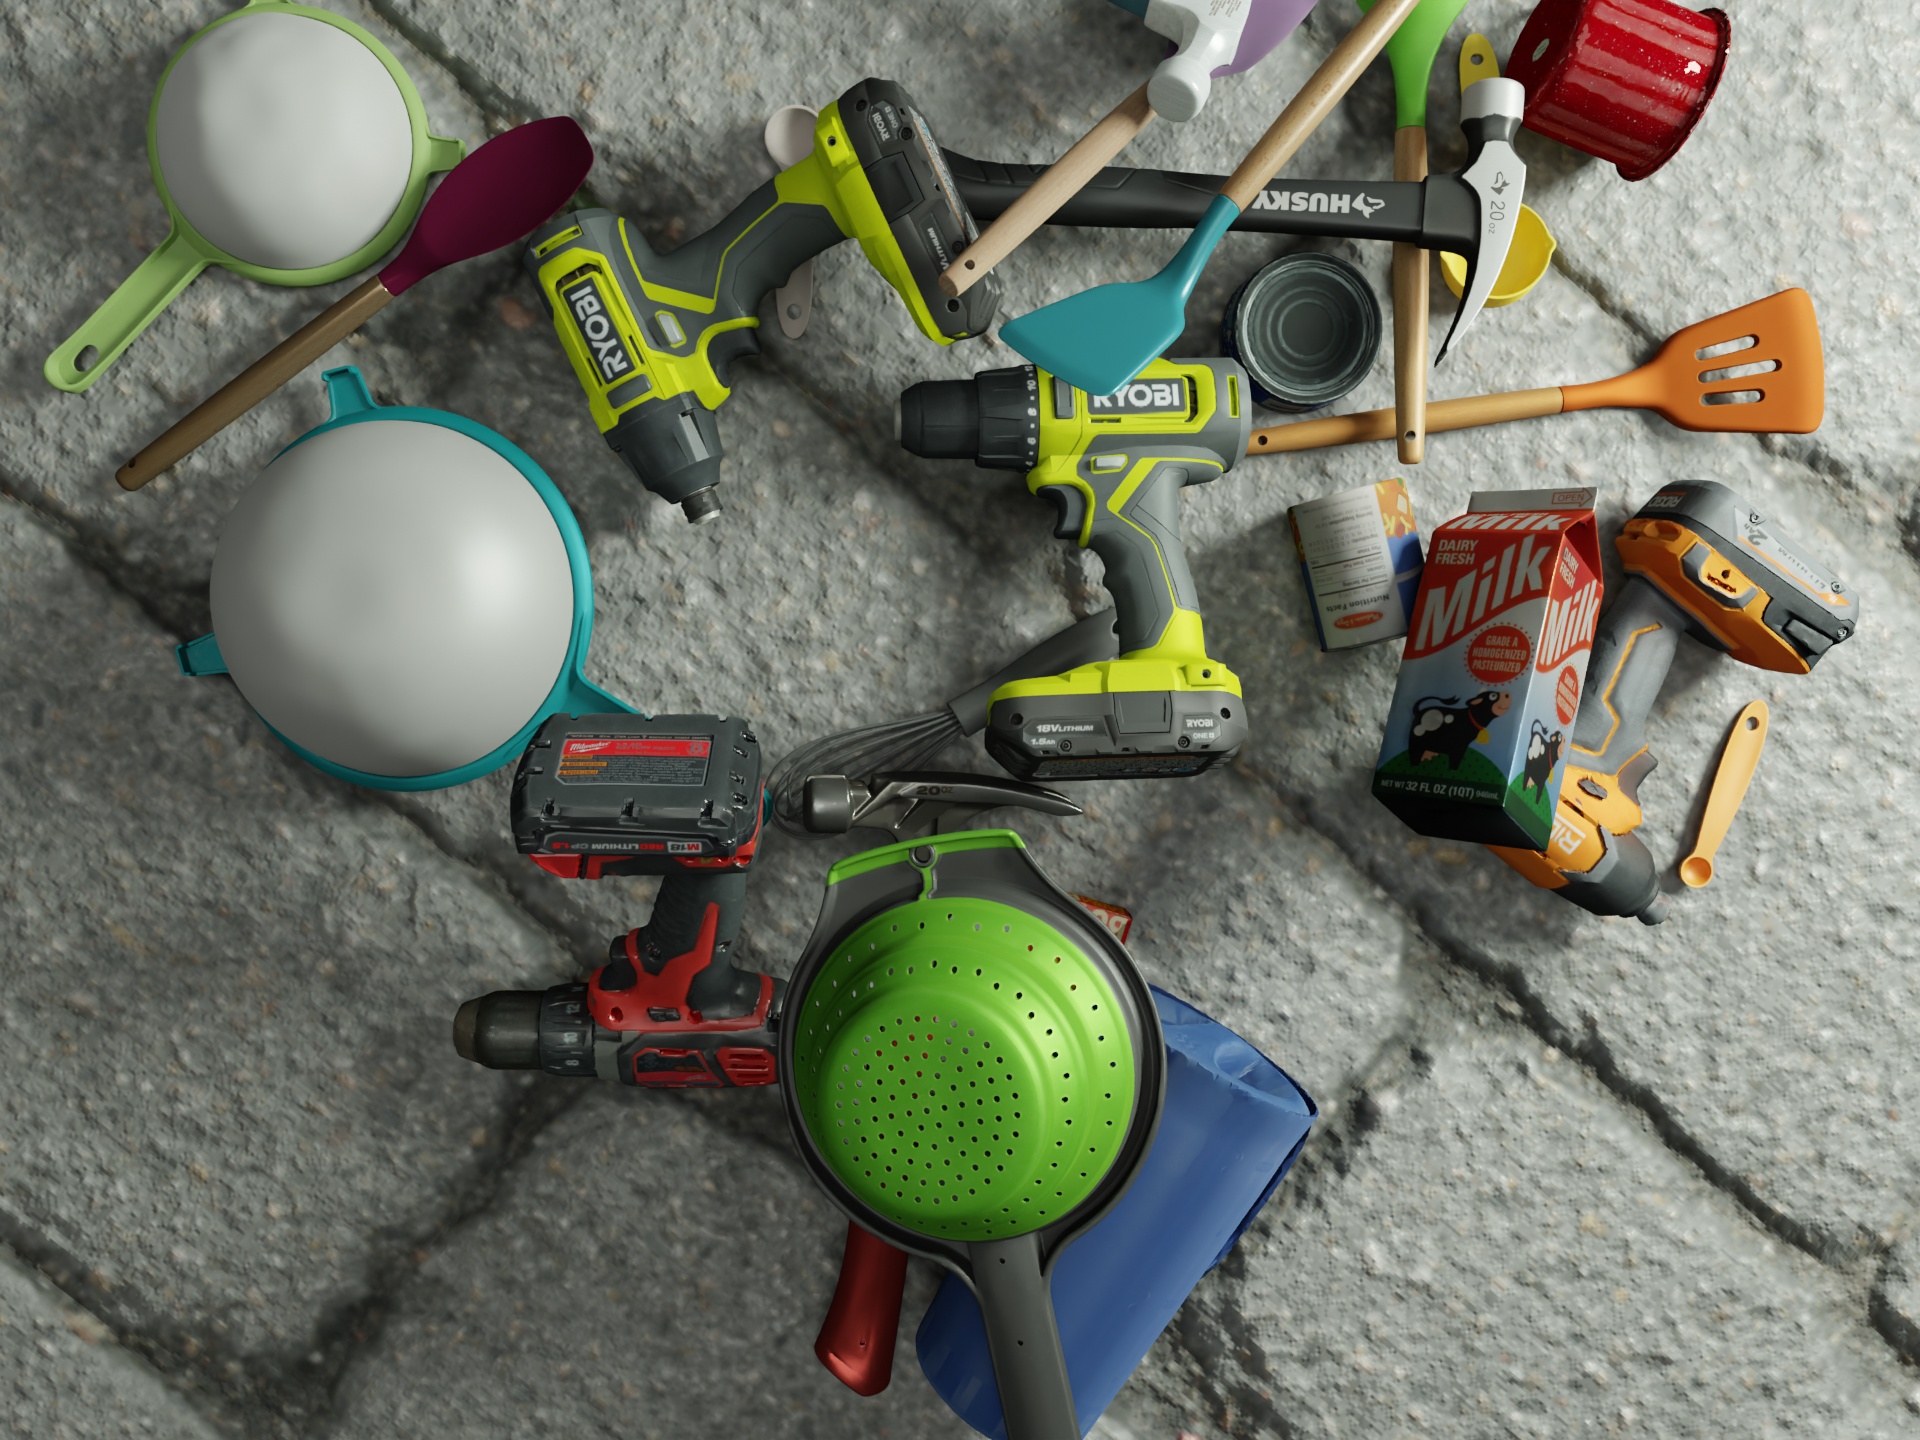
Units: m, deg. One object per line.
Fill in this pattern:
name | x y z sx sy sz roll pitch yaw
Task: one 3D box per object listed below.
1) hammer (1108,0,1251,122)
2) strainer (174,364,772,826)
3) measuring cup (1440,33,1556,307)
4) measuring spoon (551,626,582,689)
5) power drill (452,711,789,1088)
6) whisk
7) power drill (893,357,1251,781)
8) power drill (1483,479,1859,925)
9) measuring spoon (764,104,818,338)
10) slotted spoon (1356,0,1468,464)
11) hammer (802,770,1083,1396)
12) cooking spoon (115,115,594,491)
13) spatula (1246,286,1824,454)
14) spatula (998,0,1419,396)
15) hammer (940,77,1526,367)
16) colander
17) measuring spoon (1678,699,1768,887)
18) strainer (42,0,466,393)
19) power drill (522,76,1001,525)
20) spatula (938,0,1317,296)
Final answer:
hammer | -0.001 -0.427 0.835 0.331 0.033 0.128 26 65 5
strainer | -0.253 -0.031 0.828 0.340 0.095 0.211 31 95 4
measuring cup | 0.294 -0.307 0.894 0.062 0.029 0.156 -4 82 6
measuring spoon | -0.263 -0.063 0.888 0.128 0.021 0.042 35 95 4
power drill | -0.182 0.108 0.834 0.188 0.080 0.226 1 127 -2
whisk | -0.002 -0.004 0.889 0.239 0.055 0.055 -29 95 -5
power drill | 0.062 -0.087 0.850 0.190 0.080 0.229 -2 77 -4
power drill | 0.385 -0.002 0.890 0.164 0.084 0.226 38 96 -5
measuring spoon | -0.092 -0.275 0.882 0.034 0.018 0.124 2 101 -3
slotted spoon | 0.249 -0.298 0.872 0.070 0.031 0.314 1 91 18
hammer | -0.027 0.205 0.882 0.149 0.037 0.359 4 101 -12
cooking spoon | -0.328 -0.219 0.854 0.319 0.017 0.069 -34 68 6
spatula | 0.315 -0.178 0.892 0.322 0.041 0.081 -8 95 -1
spatula | 0.151 -0.289 0.811 0.317 0.044 0.082 -50 56 0
hammer | 0.126 -0.273 0.852 0.335 0.035 0.146 5 88 7
colander | 0.012 0.256 0.774 0.204 0.094 0.397 -12 90 13
measuring spoon | 0.446 0.042 0.930 0.021 0.011 0.117 21 89 -4
strainer | -0.400 -0.272 0.837 0.151 0.069 0.256 44 90 -5
power drill | -0.099 -0.218 0.838 0.223 0.080 0.171 -24 95 14
spatula | 0.088 -0.316 0.824 0.060 0.018 0.316 42 66 -3
